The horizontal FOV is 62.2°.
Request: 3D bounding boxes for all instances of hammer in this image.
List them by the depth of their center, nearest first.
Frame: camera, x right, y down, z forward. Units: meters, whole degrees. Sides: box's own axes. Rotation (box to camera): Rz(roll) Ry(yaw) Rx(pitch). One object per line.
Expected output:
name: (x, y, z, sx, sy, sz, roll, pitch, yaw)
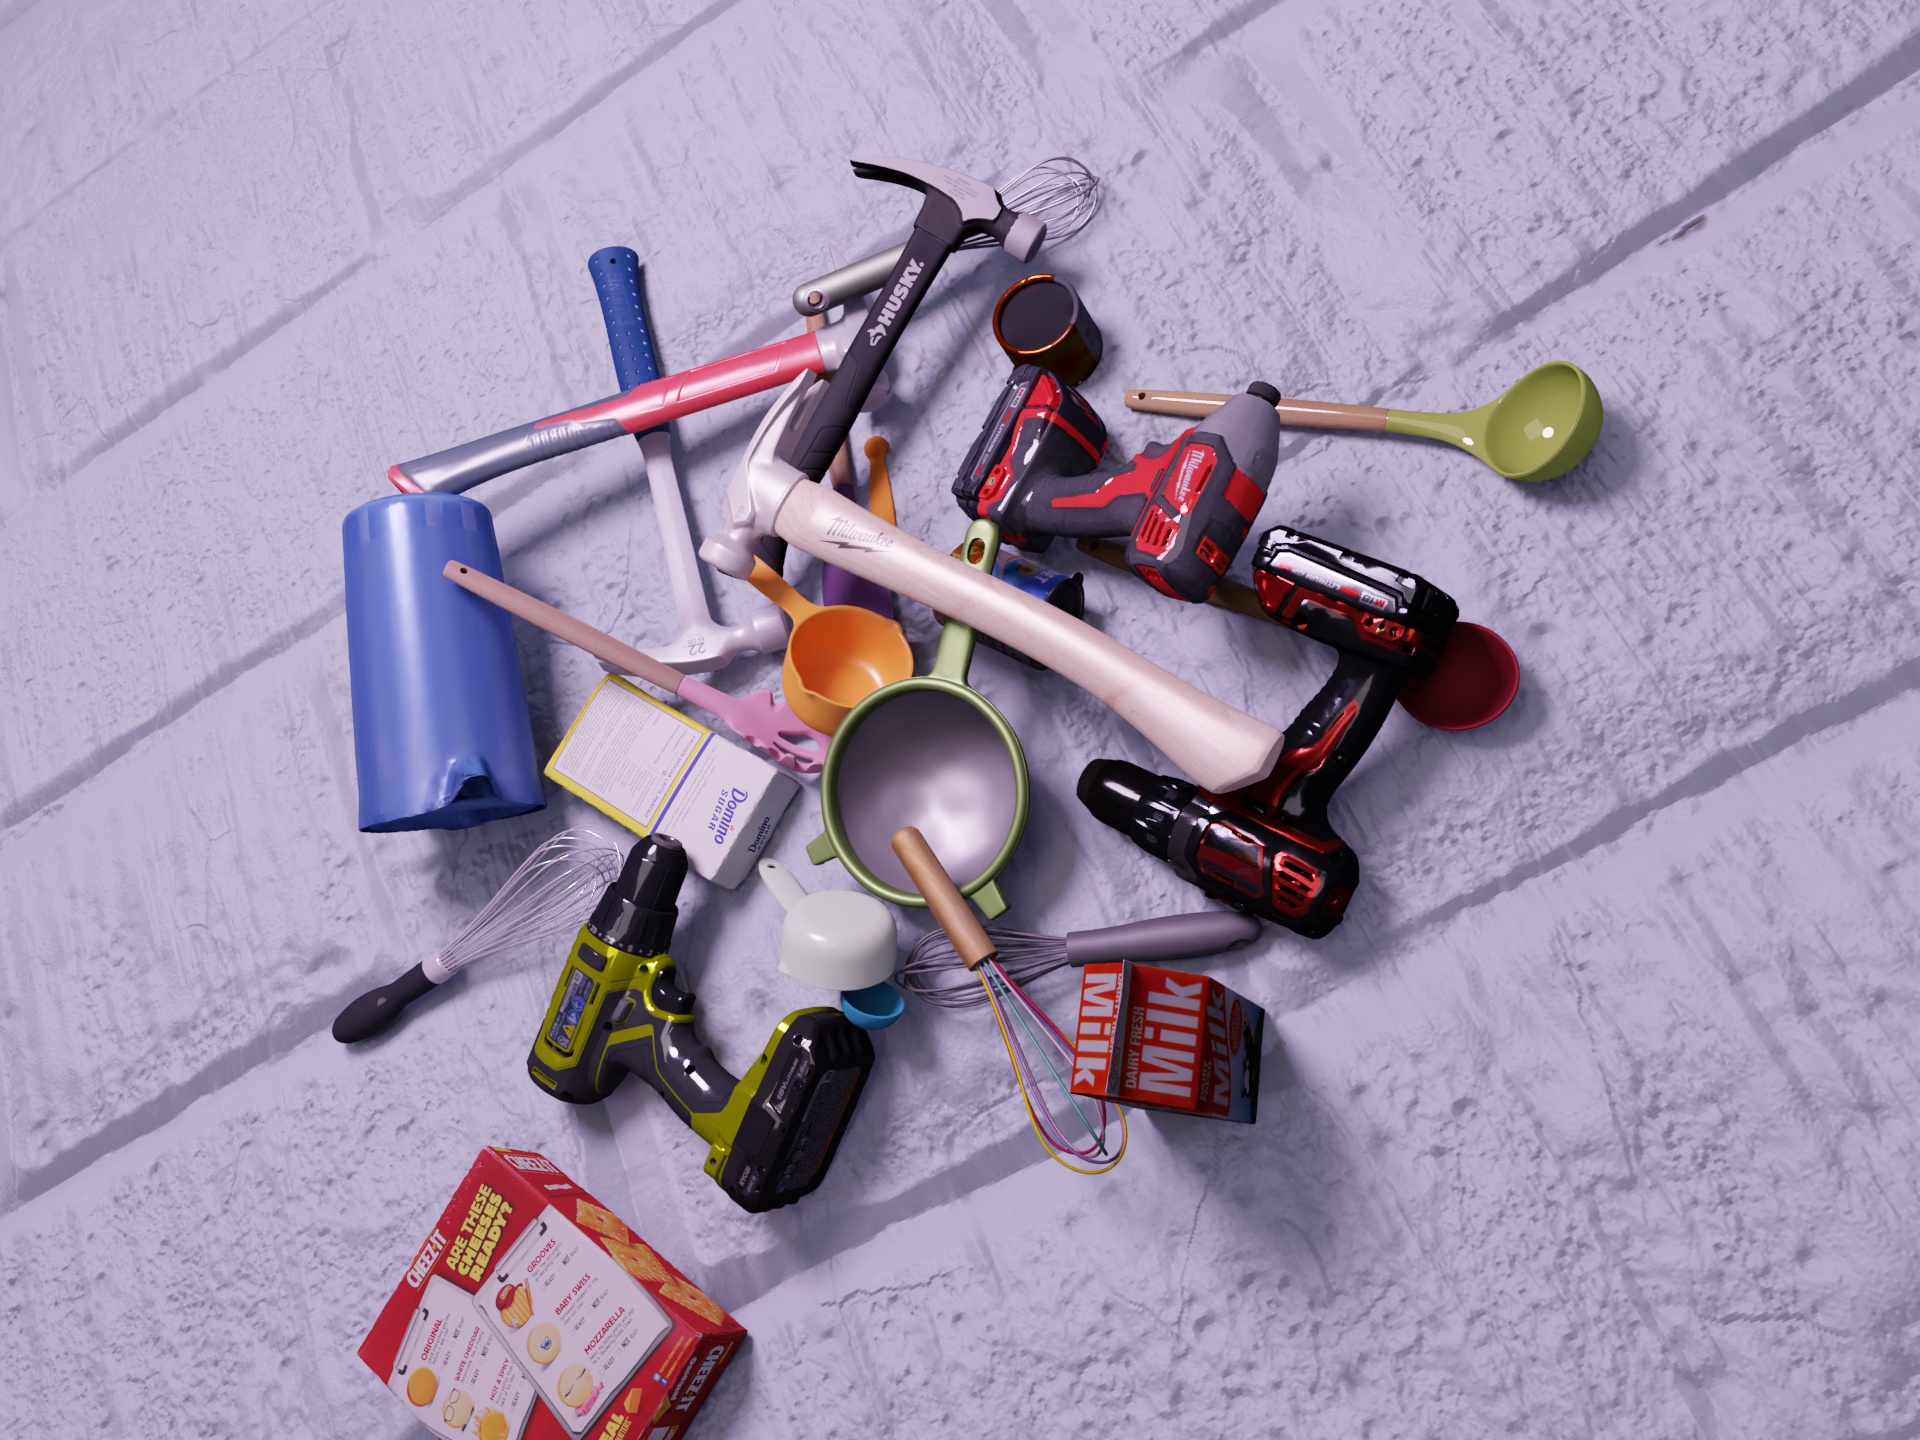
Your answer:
hammer: (0.021, -0.081, 0.996, 0.411, 0.038, 0.146, 30, 95, 23)
hammer: (-0.082, -0.247, 1.147, 0.146, 0.035, 0.335, 30, 91, 4)
hammer: (-0.252, -0.250, 1.218, 0.386, 0.038, 0.143, -17, 66, 3)
hammer: (-0.245, -0.211, 1.246, 0.144, 0.035, 0.406, -16, 64, -3)

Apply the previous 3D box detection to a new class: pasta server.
pasta server: (-0.220, -0.042, 1.124, 0.316, 0.040, 0.060, 27, 52, -1)

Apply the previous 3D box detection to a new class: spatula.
spatula: (-0.094, -0.197, 1.203, 0.060, 0.018, 0.316, -22, 66, 28)

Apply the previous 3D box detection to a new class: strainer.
strainer: (-0.002, -0.003, 1.056, 0.151, 0.069, 0.256, 14, 91, 25)

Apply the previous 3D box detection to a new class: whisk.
whisk: (0.023, 0.167, 0.970, 0.047, 0.051, 0.245, -37, 68, 7)
whisk: (0.072, 0.148, 1.009, 0.239, 0.055, 0.055, -10, 70, 15)
whisk: (-0.361, 0.165, 1.177, 0.284, 0.070, 0.070, -33, 64, 15)
whisk: (-0.011, -0.356, 1.183, 0.246, 0.057, 0.059, -22, 27, 0)

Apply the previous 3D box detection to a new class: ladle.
ladle: (0.209, -0.068, 1.031, 0.316, 0.031, 0.069, 24, 87, 29)
ladle: (0.252, -0.205, 1.043, 0.320, 0.062, 0.078, 11, 77, 28)

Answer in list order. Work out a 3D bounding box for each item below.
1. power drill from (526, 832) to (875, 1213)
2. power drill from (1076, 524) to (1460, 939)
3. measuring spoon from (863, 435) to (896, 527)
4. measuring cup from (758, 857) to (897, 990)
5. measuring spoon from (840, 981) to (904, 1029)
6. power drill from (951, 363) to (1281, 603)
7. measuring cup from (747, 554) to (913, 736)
power drill: (-0.174, 0.200, 1.060, 0.229, 0.080, 0.190, 27, 97, 28)
power drill: (0.184, -0.001, 0.978, 0.188, 0.080, 0.226, 26, 97, 31)
measuring spoon: (-0.060, -0.161, 1.181, 0.021, 0.011, 0.117, -12, 69, 19)
measuring cup: (-0.099, 0.120, 1.059, 0.168, 0.083, 0.038, 41, 132, 51)
measuring spoon: (-0.073, 0.165, 1.053, 0.129, 0.042, 0.021, 53, 132, 55)
power drill: (0.107, -0.164, 1.035, 0.220, 0.078, 0.143, 22, 82, 48)
measuring cup: (-0.111, -0.057, 1.119, 0.174, 0.052, 0.095, 41, 54, 16)
